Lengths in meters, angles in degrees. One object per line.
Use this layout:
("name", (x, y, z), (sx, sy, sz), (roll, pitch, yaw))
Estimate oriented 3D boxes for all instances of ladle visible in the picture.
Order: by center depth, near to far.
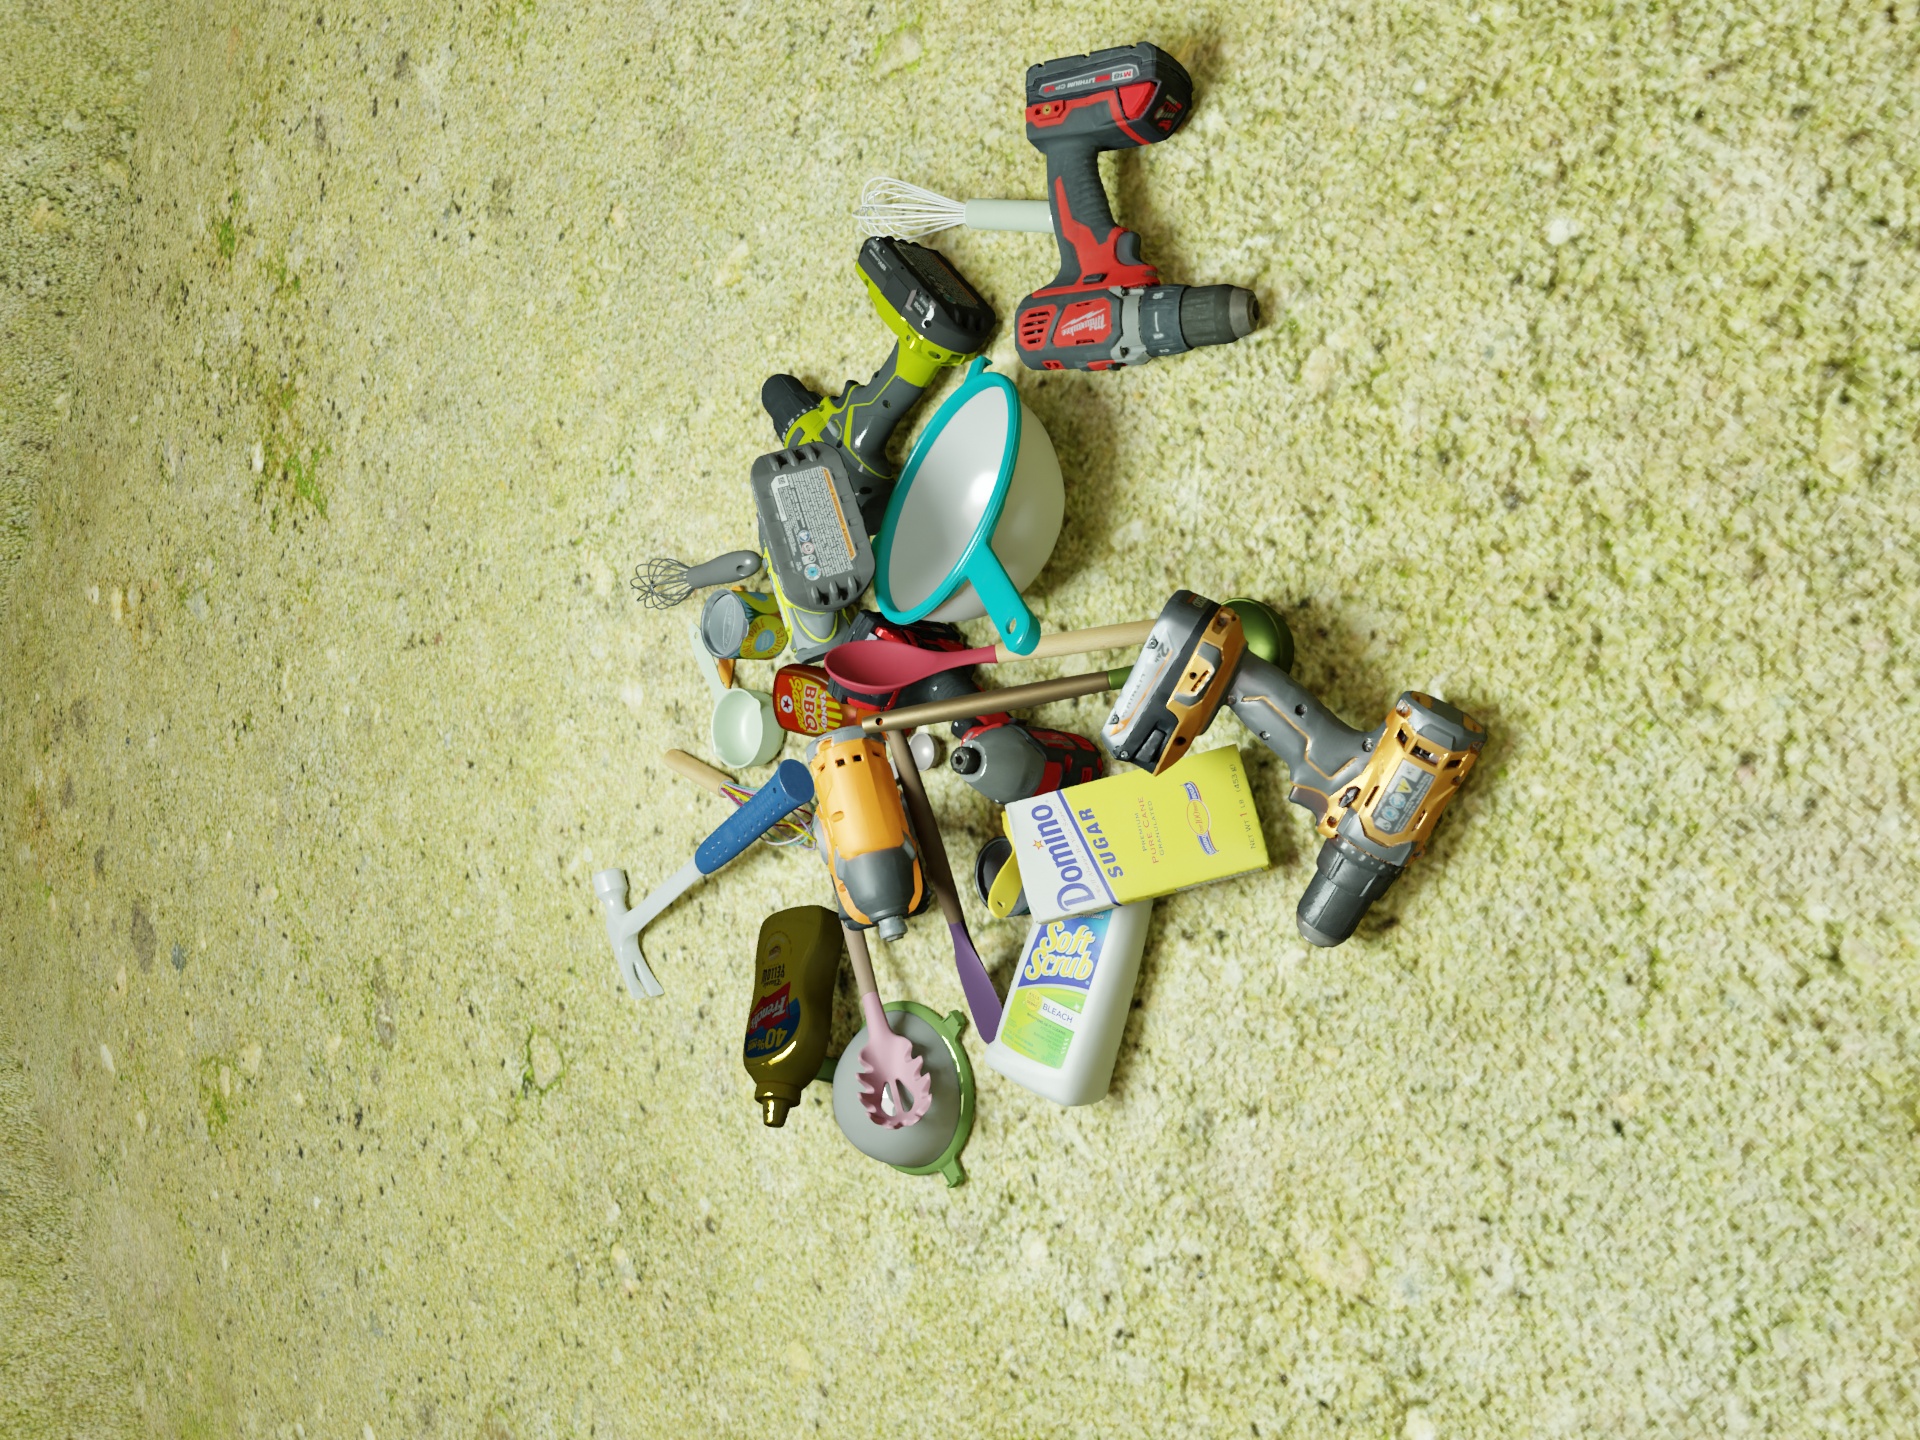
("ladle", (0.081, -0.026, 1.154), (0.320, 0.062, 0.078), (-10, 80, 8))
("ladle", (0.053, -0.055, 1.194), (0.315, 0.069, 0.031), (-8, 123, 10))

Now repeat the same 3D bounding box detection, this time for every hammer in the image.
("hammer", (-0.249, 0.145, 1.523), (0.405, 0.035, 0.144), (-38, 65, 46))

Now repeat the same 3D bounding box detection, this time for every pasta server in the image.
("pasta server", (-0.084, 0.210, 1.369), (0.040, 0.060, 0.317), (85, 169, -54))

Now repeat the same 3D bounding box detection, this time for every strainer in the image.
("strainer", (0.035, -0.129, 1.212), (0.211, 0.095, 0.341), (-58, 28, 21))
("strainer", (-0.104, 0.320, 1.406), (0.256, 0.069, 0.151), (1, 90, 41))

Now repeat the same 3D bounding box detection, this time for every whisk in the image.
("whisk", (0.005, -0.425, 1.334), (0.246, 0.059, 0.057), (16, 125, 37))
("whisk", (-0.215, 0.069, 1.531), (0.245, 0.047, 0.051), (23, 106, 44))
("whisk", (-0.256, -0.142, 1.540), (0.239, 0.055, 0.055), (-5, 86, 53))

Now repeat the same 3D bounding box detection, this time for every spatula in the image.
("spatula", (-0.010, 0.137, 1.261), (0.060, 0.018, 0.315), (19, 132, 55))

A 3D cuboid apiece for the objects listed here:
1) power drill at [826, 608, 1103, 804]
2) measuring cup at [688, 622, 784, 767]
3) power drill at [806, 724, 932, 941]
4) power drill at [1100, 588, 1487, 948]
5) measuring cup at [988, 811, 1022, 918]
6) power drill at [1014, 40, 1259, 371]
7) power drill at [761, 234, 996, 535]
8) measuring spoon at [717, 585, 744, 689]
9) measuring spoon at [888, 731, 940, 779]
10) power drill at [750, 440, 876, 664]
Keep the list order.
("power drill", (-0.002, -0.004, 1.270), (0.220, 0.143, 0.078), (38, 112, 39))
("measuring cup", (-0.220, -0.028, 1.540), (0.083, 0.038, 0.168), (-46, 58, 32))
("power drill", (-0.071, 0.108, 1.285), (0.226, 0.084, 0.164), (93, 162, -75))
("power drill", (0.210, 0.034, 1.072), (0.226, 0.084, 0.185), (28, 110, 8))
("measuring cup", (0.051, 0.105, 1.220), (0.062, 0.156, 0.029), (42, 117, -5))
("power drill", (0.131, -0.377, 1.189), (0.188, 0.080, 0.226), (1, 93, 29))
("power drill", (-0.084, -0.302, 1.392), (0.191, 0.080, 0.228), (53, 125, 28))
("measuring spoon", (-0.225, -0.076, 1.565), (0.021, 0.011, 0.117), (22, 108, 41))
("measuring spoon", (-0.055, 0.045, 1.406), (0.124, 0.018, 0.034), (-34, 64, 44))
("power drill", (-0.135, -0.149, 1.358), (0.223, 0.080, 0.171), (141, 112, -78))
